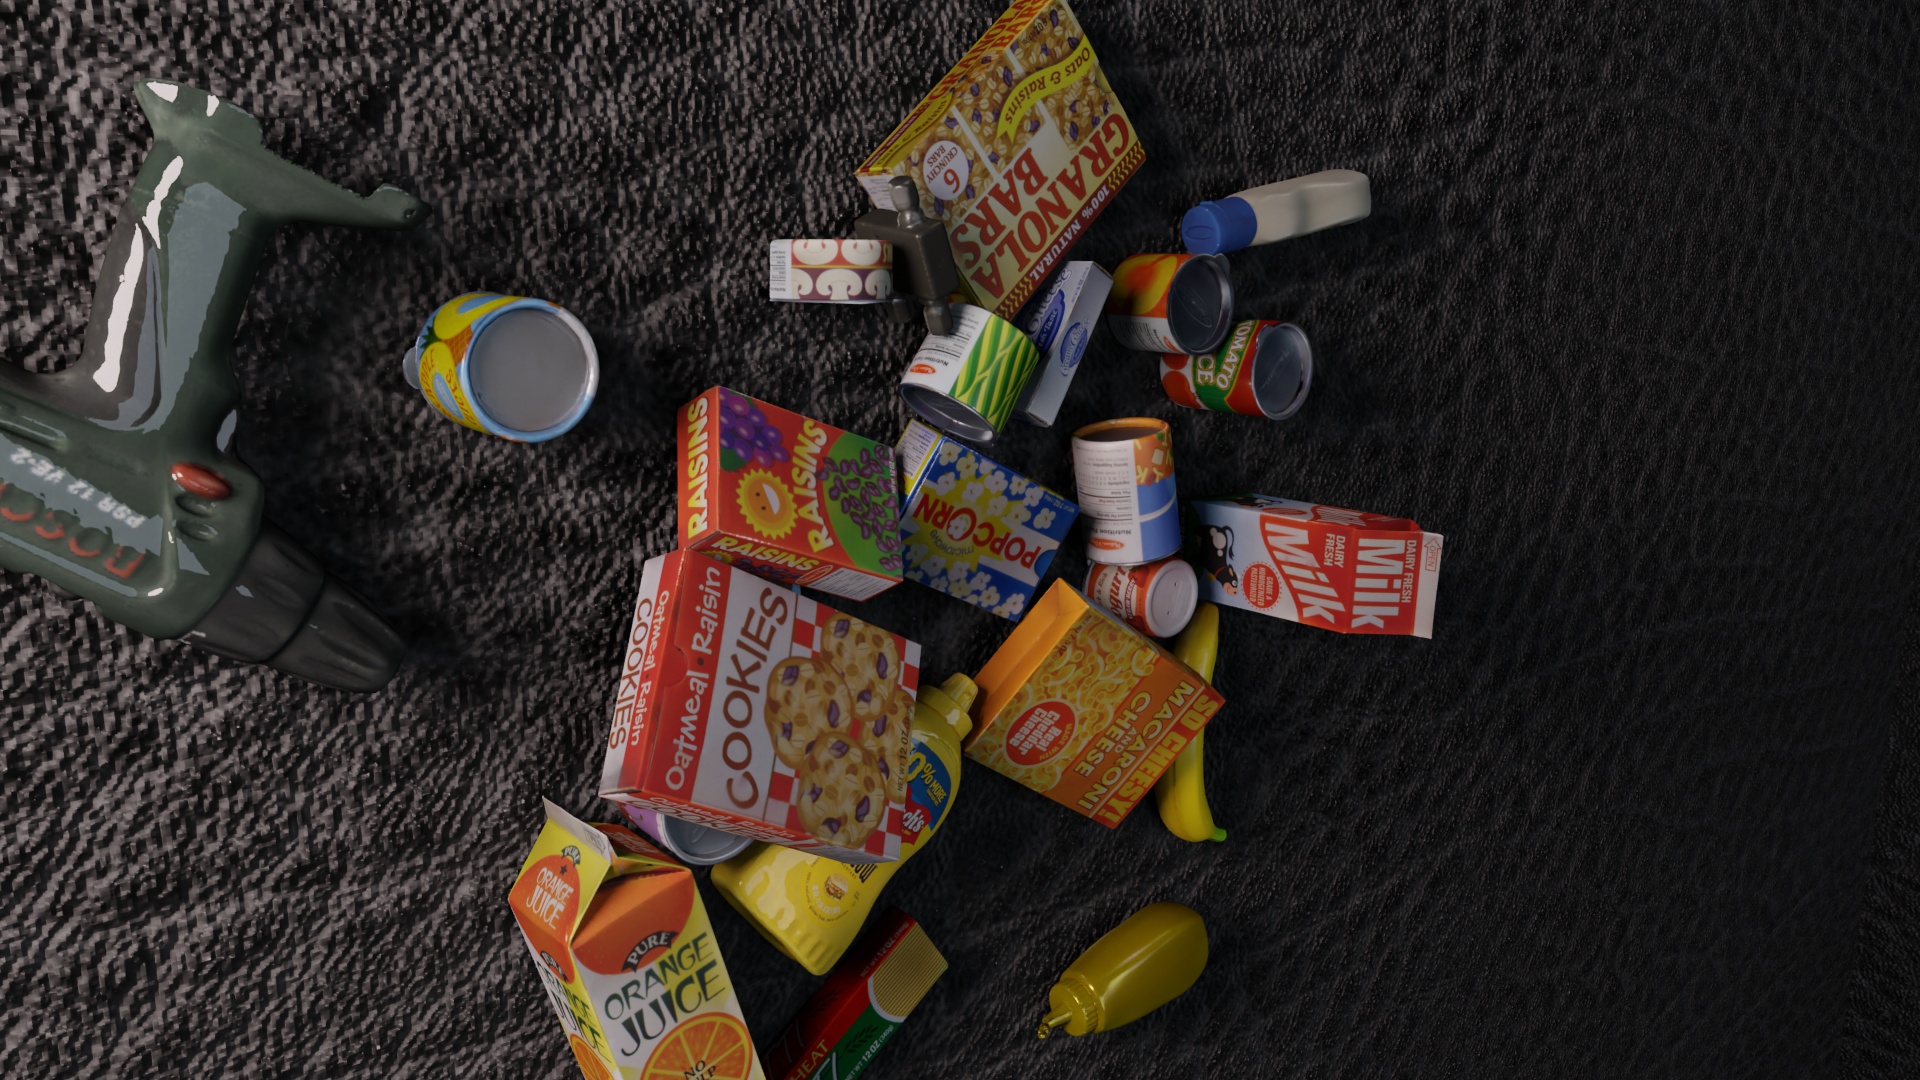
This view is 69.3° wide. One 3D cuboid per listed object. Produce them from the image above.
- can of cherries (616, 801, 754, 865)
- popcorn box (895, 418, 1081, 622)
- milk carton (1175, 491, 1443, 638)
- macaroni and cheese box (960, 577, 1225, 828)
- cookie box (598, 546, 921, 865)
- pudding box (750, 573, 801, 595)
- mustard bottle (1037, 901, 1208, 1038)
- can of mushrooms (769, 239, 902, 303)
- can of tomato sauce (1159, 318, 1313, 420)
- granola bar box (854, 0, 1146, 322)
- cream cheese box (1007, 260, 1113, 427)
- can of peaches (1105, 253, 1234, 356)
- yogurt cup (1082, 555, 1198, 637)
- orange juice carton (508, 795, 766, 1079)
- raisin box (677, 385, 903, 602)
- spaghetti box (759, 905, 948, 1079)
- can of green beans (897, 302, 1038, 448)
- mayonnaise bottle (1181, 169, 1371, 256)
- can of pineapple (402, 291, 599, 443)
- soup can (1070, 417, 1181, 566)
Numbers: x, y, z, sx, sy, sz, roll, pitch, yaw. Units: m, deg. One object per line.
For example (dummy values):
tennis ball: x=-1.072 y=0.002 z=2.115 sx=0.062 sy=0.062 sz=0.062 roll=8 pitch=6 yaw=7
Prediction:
can of cherries: x=-0.144 y=0.130 z=0.740 sx=0.072 sy=0.058 sz=0.071 roll=-11 pitch=107 yaw=-38
popcorn box: x=0.003 y=-0.011 z=0.839 sx=0.126 sy=0.038 sz=0.085 roll=25 pitch=96 yaw=-41
milk carton: x=0.244 y=0.015 z=0.962 sx=0.073 sy=0.190 sz=0.072 roll=-7 pitch=104 yaw=-40
macaroni and cheese box: x=0.084 y=0.112 z=0.920 sx=0.123 sy=0.040 sz=0.166 roll=-50 pitch=131 yaw=7
cookie box: x=-0.095 y=0.089 z=0.715 sx=0.167 sy=0.040 sz=0.123 roll=27 pitch=58 yaw=-40
pudding box: x=-0.113 y=0.049 z=0.769 sx=0.050 sy=0.030 sz=0.083 roll=-15 pitch=109 yaw=-37
mustard bottle: x=0.113 y=0.318 z=1.008 sx=0.161 sy=0.049 sz=0.065 roll=-17 pitch=110 yaw=-36
can of mushrooms: x=-0.066 y=-0.144 z=0.742 sx=0.071 sy=0.071 sz=0.033 roll=-8 pitch=103 yaw=-39
can of tomato sauce: x=0.188 y=-0.121 z=0.957 sx=0.071 sy=0.083 sz=0.071 roll=-10 pitch=106 yaw=-39
granola bar box: x=0.030 y=-0.224 z=0.828 sx=0.166 sy=0.039 sz=0.124 roll=-52 pitch=128 yaw=-20
cream cheese box: x=0.051 y=-0.122 z=0.858 sx=0.024 sy=0.053 sz=0.104 roll=30 pitch=80 yaw=-39
can of peaches: x=0.140 y=-0.159 z=0.924 sx=0.071 sy=0.058 sz=0.071 roll=-9 pitch=105 yaw=-39
yogurt cup: x=0.126 y=0.035 z=0.956 sx=0.072 sy=0.054 sz=0.072 roll=-11 pitch=107 yaw=-39
orange juice carton: x=-0.173 y=0.222 z=0.727 sx=0.073 sy=0.072 sz=0.192 roll=-29 pitch=117 yaw=-33
raisin box: x=-0.091 y=-0.023 z=0.745 sx=0.123 sy=0.040 sz=0.086 roll=17 pitch=59 yaw=-42
spaghetti box: x=-0.104 y=0.333 z=0.838 sx=0.251 sy=0.028 sz=0.050 roll=-46 pitch=124 yaw=-24
can of green beans: x=0.005 y=-0.098 z=0.815 sx=0.071 sy=0.071 sz=0.058 roll=38 pitch=74 yaw=-39
mayonnaise bottle: x=0.220 y=-0.230 z=0.977 sx=0.149 sy=0.065 sz=0.041 roll=-21 pitch=110 yaw=-32
can of pineapple: x=-0.210 y=-0.079 z=0.639 sx=0.071 sy=0.058 sz=0.070 roll=-10 pitch=106 yaw=-39
soup can: x=0.111 y=-0.034 z=0.921 sx=0.071 sy=0.071 sz=0.083 roll=-21 pitch=112 yaw=-36
